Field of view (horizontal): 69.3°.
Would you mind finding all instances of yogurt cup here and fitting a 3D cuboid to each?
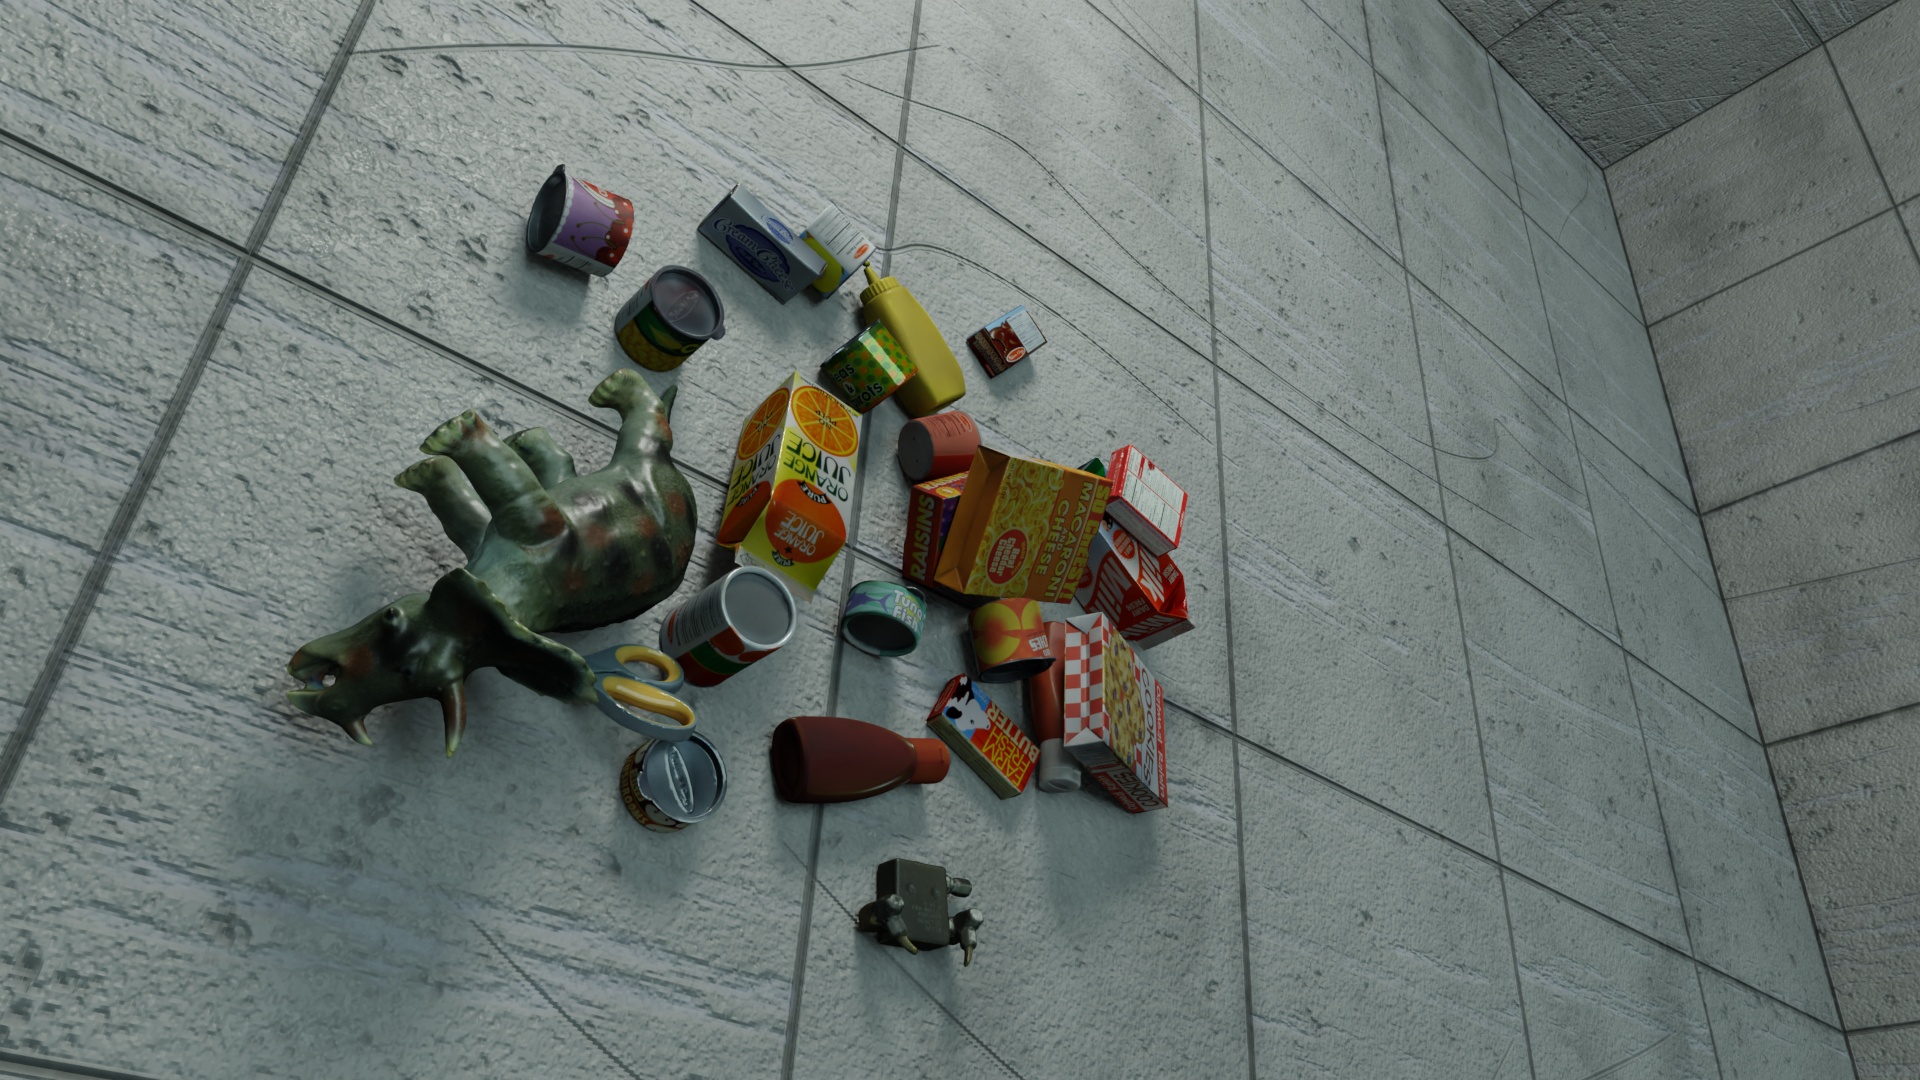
[{"bbox_3d":[-0.020,-0.083,1.258,0.054,0.072,0.072,-6,72,-38],"label":"yogurt cup"}]

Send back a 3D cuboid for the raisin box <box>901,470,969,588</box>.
[{"bbox_3d":[0.004,-0.015,1.227,0.124,0.040,0.085,-19,124,-49],"label":"raisin box"}]

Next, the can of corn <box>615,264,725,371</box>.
[{"bbox_3d":[-0.230,-0.174,1.104,0.071,0.058,0.071,24,52,-34],"label":"can of corn"}]

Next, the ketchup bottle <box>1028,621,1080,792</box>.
[{"bbox_3d":[0.089,0.150,1.244,0.064,0.043,0.149,32,48,-39],"label":"ketchup bottle"}]

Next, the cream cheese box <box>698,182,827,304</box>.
[{"bbox_3d":[-0.173,-0.258,1.214,0.103,0.053,0.024,41,42,-21],"label":"cream cheese box"}]

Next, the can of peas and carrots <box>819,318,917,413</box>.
[{"bbox_3d":[-0.082,-0.153,1.234,0.058,0.070,0.071,51,42,-11],"label":"can of peas and carrots"}]

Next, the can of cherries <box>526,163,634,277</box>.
[{"bbox_3d":[-0.293,-0.247,1.075,0.058,0.071,0.072,17,56,-38],"label":"can of cherries"}]

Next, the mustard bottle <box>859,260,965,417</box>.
[{"bbox_3d":[-0.054,-0.195,1.299,0.065,0.048,0.160,-23,84,-50],"label":"mustard bottle"}]

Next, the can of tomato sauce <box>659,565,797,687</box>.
[{"bbox_3d":[-0.167,0.063,1.010,0.071,0.082,0.071,23,53,-34],"label":"can of tomato sauce"}]

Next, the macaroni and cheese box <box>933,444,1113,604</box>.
[{"bbox_3d":[0.060,-0.010,1.226,0.166,0.040,0.123,9,102,-52],"label":"macaroni and cheese box"}]

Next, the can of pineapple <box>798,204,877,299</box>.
[{"bbox_3d":[-0.120,-0.261,1.260,0.058,0.070,0.071,44,43,-12],"label":"can of pineapple"}]

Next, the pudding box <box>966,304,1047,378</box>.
[{"bbox_3d":[0.048,-0.204,1.421,0.049,0.030,0.084,57,41,-5],"label":"pudding box"}]

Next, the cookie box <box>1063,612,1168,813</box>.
[{"bbox_3d":[0.140,0.158,1.248,0.167,0.040,0.123,48,37,-49],"label":"cookie box"}]

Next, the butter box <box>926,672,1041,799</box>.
[{"bbox_3d":[0.020,0.167,1.181,0.103,0.024,0.053,46,43,-14],"label":"butter box"}]

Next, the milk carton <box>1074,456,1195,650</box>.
[{"bbox_3d":[0.150,0.022,1.358,0.190,0.072,0.074,54,41,-7],"label":"milk carton"}]

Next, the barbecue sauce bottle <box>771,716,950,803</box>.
[{"bbox_3d":[-0.073,0.170,1.071,0.149,0.043,0.065,9,62,-42],"label":"barbecue sauce bottle"}]

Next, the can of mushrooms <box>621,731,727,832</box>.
[{"bbox_3d":[-0.199,0.166,0.955,0.071,0.033,0.071,23,53,-35],"label":"can of mushrooms"}]

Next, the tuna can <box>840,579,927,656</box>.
[{"bbox_3d":[-0.060,0.063,1.125,0.071,0.071,0.033,34,48,-27],"label":"tuna can"}]

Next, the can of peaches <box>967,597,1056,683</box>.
[{"bbox_3d":[0.045,0.087,1.217,0.071,0.071,0.058,8,61,-42],"label":"can of peaches"}]

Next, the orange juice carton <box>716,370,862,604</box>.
[{"bbox_3d":[-0.133,-0.036,1.087,0.071,0.072,0.194,34,37,-27],"label":"orange juice carton"}]
